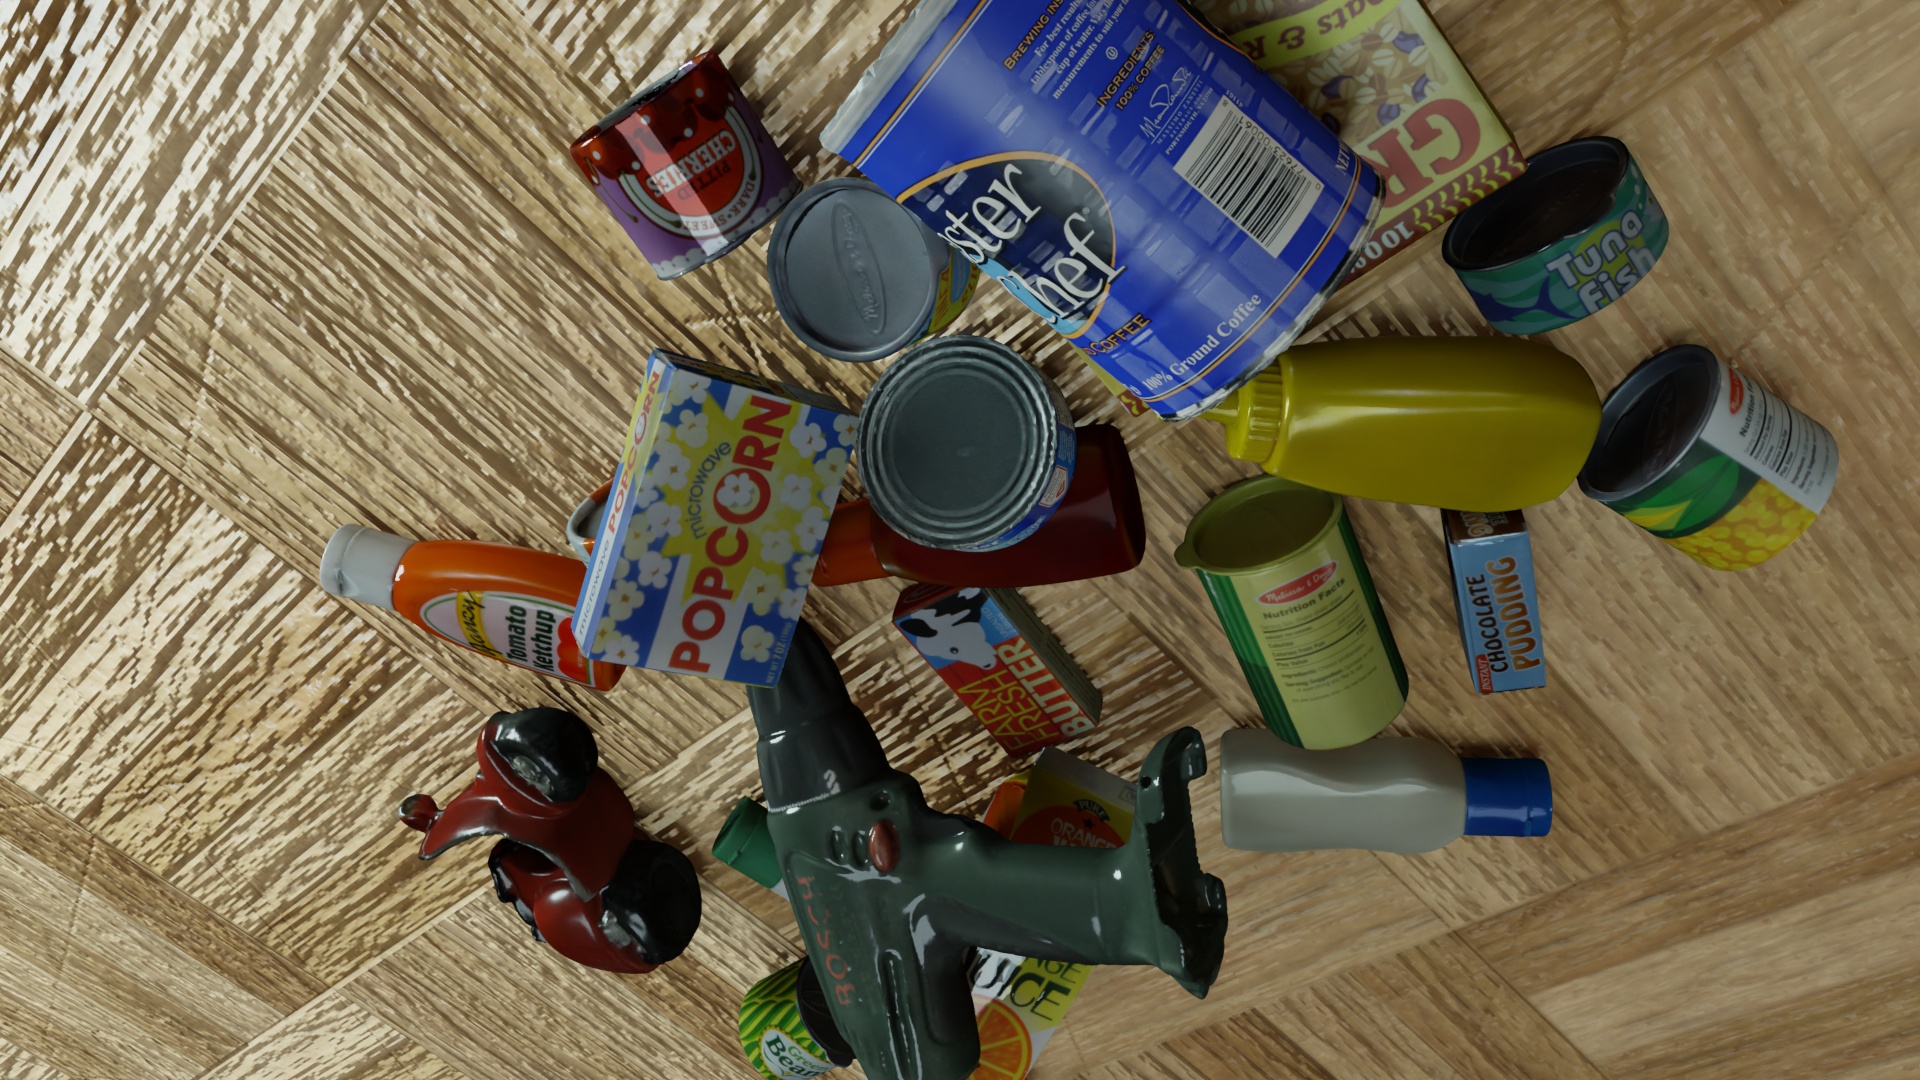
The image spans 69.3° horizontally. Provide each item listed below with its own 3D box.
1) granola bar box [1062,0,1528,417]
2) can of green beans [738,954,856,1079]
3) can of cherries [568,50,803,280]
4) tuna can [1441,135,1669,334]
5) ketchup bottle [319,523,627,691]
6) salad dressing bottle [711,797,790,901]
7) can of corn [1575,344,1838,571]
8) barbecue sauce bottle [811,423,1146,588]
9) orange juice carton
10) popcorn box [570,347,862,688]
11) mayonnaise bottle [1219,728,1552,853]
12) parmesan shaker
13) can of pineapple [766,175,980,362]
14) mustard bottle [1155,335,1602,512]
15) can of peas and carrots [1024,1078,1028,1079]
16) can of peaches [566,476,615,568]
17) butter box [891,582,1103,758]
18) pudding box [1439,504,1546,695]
[{"bbox_3d":[0.092,-0.136,0.493,0.165,0.039,0.124,-32,113,30],"label":"granola bar box"},{"bbox_3d":[-0.089,0.283,0.826,0.071,0.071,0.057,42,124,-18],"label":"can of green beans"},{"bbox_3d":[-0.101,-0.139,0.514,0.071,0.072,0.058,-21,118,25],"label":"can of cherries"},{"bbox_3d":[0.204,-0.103,0.473,0.071,0.071,0.032,-30,116,29],"label":"tuna can"},{"bbox_3d":[-0.236,0.027,0.684,0.149,0.044,0.064,15,128,2],"label":"ketchup bottle"},{"bbox_3d":[-0.066,0.195,0.771,0.147,0.044,0.064,33,121,-11],"label":"salad dressing bottle"},{"bbox_3d":[0.274,-0.029,0.517,0.058,0.071,0.070,29,127,-10],"label":"can of corn"},{"bbox_3d":[0.002,-0.008,0.605,0.148,0.044,0.064,-10,111,20],"label":"barbecue sauce bottle"},{"bbox_3d":[0.028,0.196,0.710,0.072,0.073,0.192,27,103,-7],"label":"orange juice carton"},{"bbox_3d":[-0.102,-0.007,0.580,0.085,0.038,0.126,14,101,-29],"label":"popcorn box"},{"bbox_3d":[0.199,0.120,0.659,0.148,0.041,0.064,-1,127,12],"label":"mayonnaise bottle"},{"bbox_3d":[0.141,0.032,0.589,0.071,0.072,0.102,-15,122,22],"label":"parmesan shaker"},{"bbox_3d":[-0.029,-0.104,0.521,0.071,0.058,0.070,5,108,16],"label":"can of pineapple"},{"bbox_3d":[0.153,-0.047,0.525,0.160,0.049,0.065,4,135,-4],"label":"mustard bottle"},{"bbox_3d":[0.007,0.361,0.863,0.071,0.071,0.058,14,127,2],"label":"can of peas and carrots"},{"bbox_3d":[-0.134,0.002,0.630,0.071,0.071,0.058,-14,122,21],"label":"can of peaches"},{"bbox_3d":[0.019,0.057,0.661,0.053,0.024,0.103,-26,117,29],"label":"butter box"},{"bbox_3d":[0.218,0.017,0.572,0.030,0.050,0.083,-10,123,18],"label":"pudding box"}]
